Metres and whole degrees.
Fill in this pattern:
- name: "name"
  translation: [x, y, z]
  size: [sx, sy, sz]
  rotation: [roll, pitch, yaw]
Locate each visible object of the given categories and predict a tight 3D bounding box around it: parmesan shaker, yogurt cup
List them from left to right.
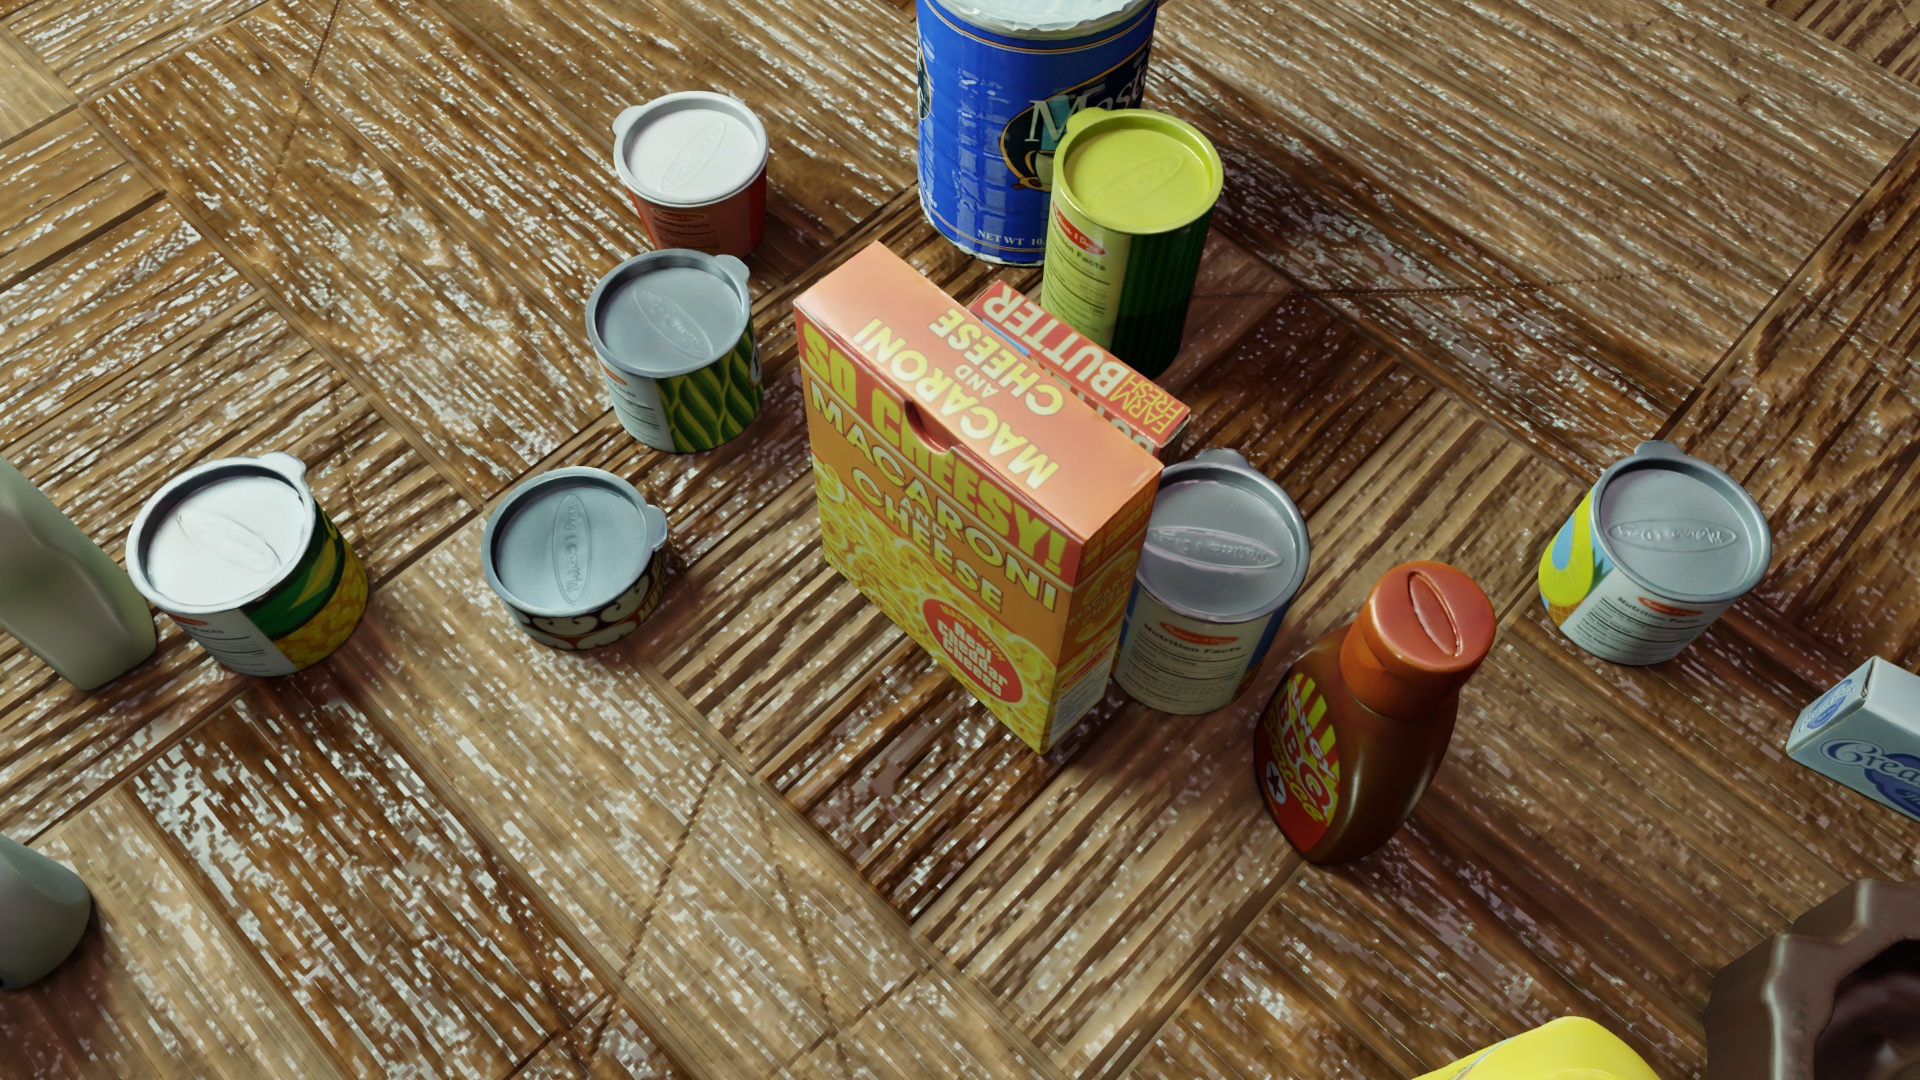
- name: "yogurt cup"
  translation: [-0.119, -0.161, 0.633]
  size: [0.072, 0.053, 0.073]
  rotation: [1, 60, -1]
- name: "parmesan shaker"
  translation: [0.067, -0.122, 0.586]
  size: [0.071, 0.102, 0.071]
  rotation: [0, 60, -1]

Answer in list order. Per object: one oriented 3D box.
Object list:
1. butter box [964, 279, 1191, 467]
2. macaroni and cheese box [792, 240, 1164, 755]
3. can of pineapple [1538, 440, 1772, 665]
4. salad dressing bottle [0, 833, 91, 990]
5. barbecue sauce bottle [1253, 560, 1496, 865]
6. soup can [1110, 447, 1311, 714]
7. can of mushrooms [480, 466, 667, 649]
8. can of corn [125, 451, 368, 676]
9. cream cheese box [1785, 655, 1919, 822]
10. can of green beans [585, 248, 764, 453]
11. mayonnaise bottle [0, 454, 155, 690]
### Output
- name: "butter box"
  translation: [0.046, -0.060, 0.579]
  size: [0.103, 0.053, 0.024]
  rotation: [37, 66, 18]
- name: "macaroni and cheese box"
  translation: [0.002, -0.006, 0.482]
  size: [0.124, 0.165, 0.040]
  rotation: [41, 68, 20]
- name: "can of pineapple"
  translation: [0.269, 0.006, 0.542]
  size: [0.071, 0.057, 0.071]
  rotation: [1, 60, -1]
- name: "salad dressing bottle"
  translation: [-0.328, 0.100, 0.426]
  size: [0.064, 0.147, 0.044]
  rotation: [25, 63, 12]
- name: "barbecue sauce bottle"
  translation: [0.134, 0.057, 0.459]
  size: [0.044, 0.147, 0.065]
  rotation: [-13, 61, -8]
- name: "soup can"
  translation: [0.089, 0.017, 0.518]
  size: [0.071, 0.083, 0.071]
  rotation: [0, 60, -1]
- name: "can of mushrooms"
  translation: [-0.149, 0.007, 0.548]
  size: [0.071, 0.033, 0.071]
  rotation: [1, 60, -1]
- name: "can of corn"
  translation: [-0.267, 0.009, 0.530]
  size: [0.071, 0.058, 0.071]
  rotation: [1, 60, -1]
- name: "cream cheese box"
  translation: [0.364, 0.085, 0.502]
  size: [0.104, 0.053, 0.024]
  rotation: [29, 64, 14]
- name: "can of green beans"
  translation: [-0.118, -0.079, 0.584]
  size: [0.071, 0.057, 0.071]
  rotation: [1, 60, -1]
- name: "mayonnaise bottle"
  translation: [-0.339, -0.003, 0.484]
  size: [0.041, 0.147, 0.065]
  rotation: [-36, 67, -19]
